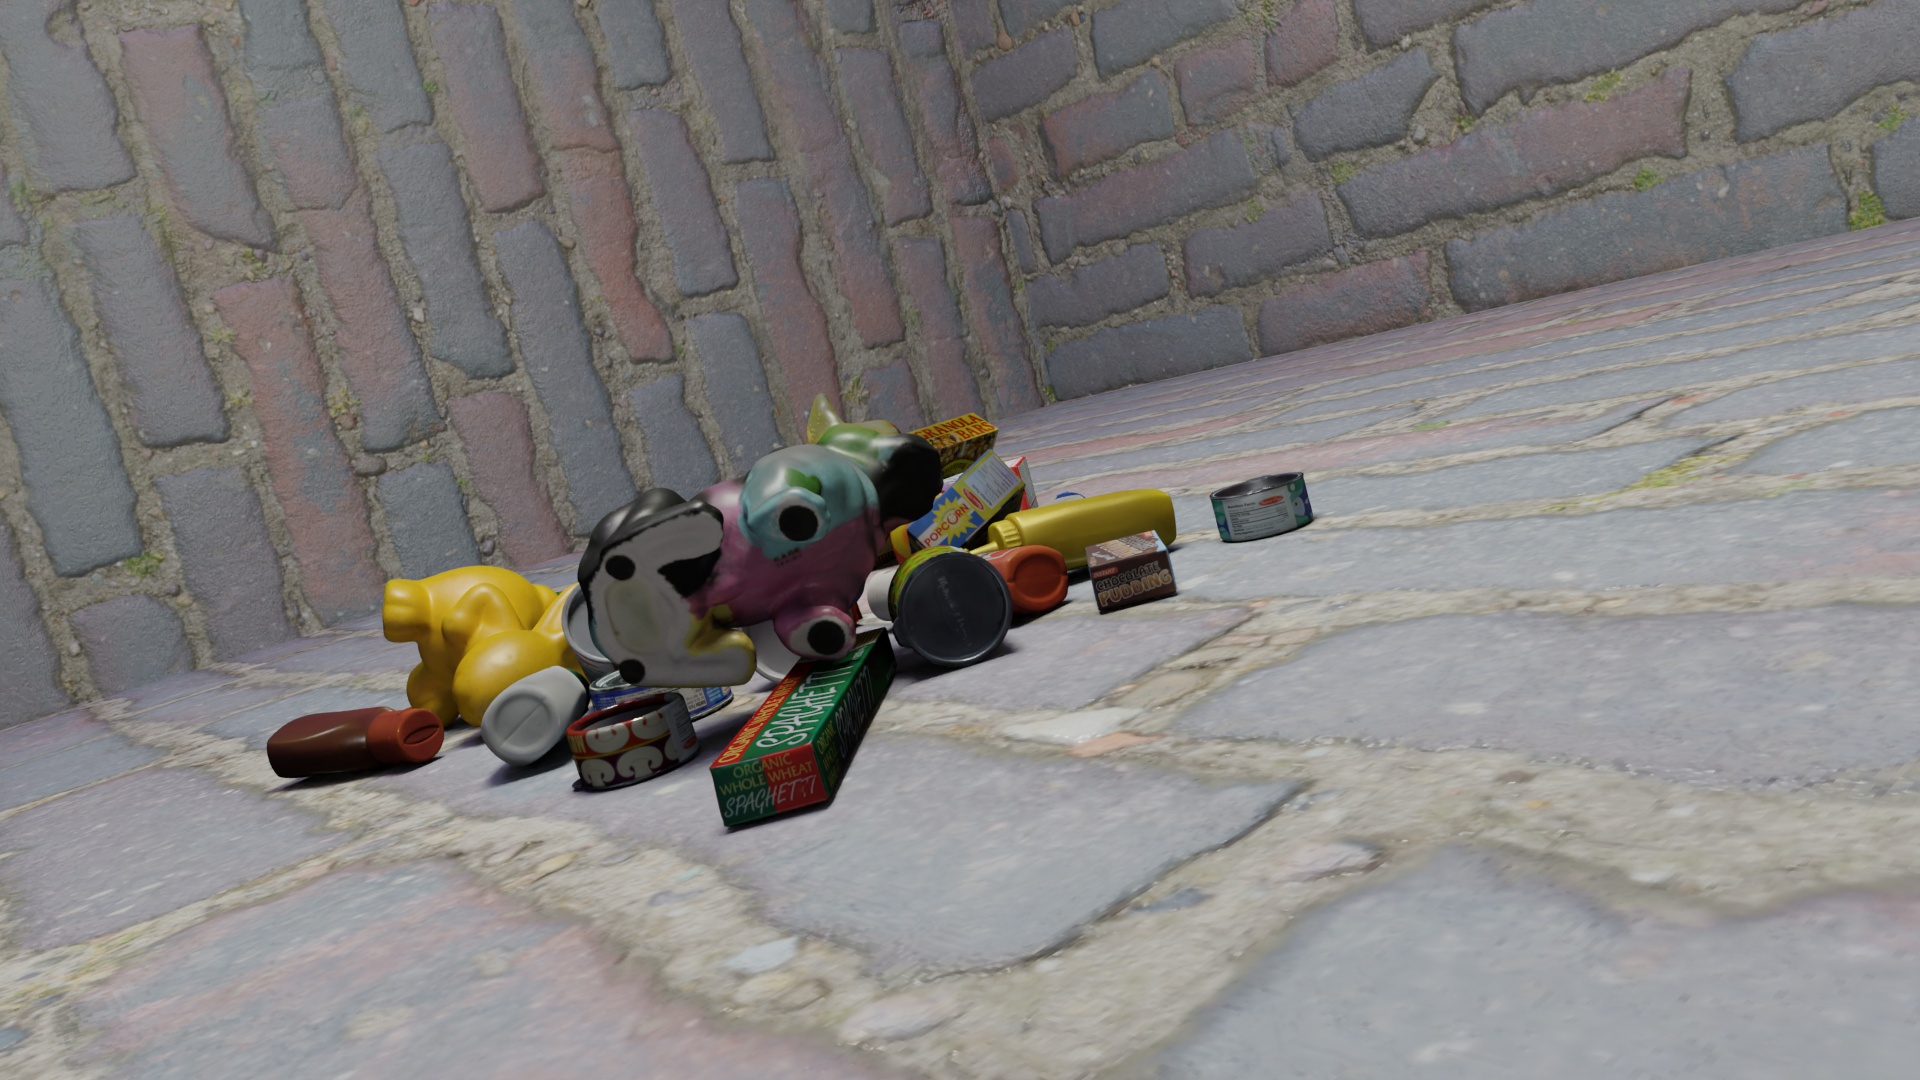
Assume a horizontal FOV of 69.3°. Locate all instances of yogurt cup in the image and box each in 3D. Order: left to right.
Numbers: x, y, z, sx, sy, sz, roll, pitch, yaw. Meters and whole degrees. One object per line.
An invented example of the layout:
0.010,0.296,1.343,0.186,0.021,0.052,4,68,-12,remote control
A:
-0.102,0.055,0.892,0.072,0.072,0.054,-13,-1,19,yogurt cup

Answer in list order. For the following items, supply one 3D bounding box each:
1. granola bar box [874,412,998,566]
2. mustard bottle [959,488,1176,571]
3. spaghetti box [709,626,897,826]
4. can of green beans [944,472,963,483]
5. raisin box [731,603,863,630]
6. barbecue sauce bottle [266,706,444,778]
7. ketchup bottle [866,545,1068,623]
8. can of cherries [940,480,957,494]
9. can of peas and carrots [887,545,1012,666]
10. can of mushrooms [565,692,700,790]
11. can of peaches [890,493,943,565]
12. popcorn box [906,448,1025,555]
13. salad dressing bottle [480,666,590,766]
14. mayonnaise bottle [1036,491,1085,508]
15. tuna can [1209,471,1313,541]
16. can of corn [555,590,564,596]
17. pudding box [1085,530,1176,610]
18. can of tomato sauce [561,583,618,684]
-0.040,-0.049,1.358,0.039,0.123,0.166,34,34,26,granola bar box
0.071,-0.002,0.980,0.161,0.048,0.065,-12,2,-18,mustard bottle
-0.073,0.087,0.712,0.050,0.028,0.250,-16,7,6,spaghetti box
0.000,-0.029,1.322,0.058,0.071,0.071,-22,10,-42,can of green beans
-0.146,0.061,1.041,0.124,0.040,0.086,-19,7,-20,raisin box
-0.425,0.142,0.985,0.148,0.043,0.065,-10,9,35,barbecue sauce bottle
-0.002,0.032,0.929,0.065,0.043,0.148,-4,-3,-45,ketchup bottle
-0.010,-0.016,1.240,0.071,0.071,0.058,-12,7,27,can of cherries
-0.010,0.038,0.814,0.071,0.071,0.059,-16,6,-8,can of peas and carrots
-0.180,0.109,0.755,0.071,0.033,0.071,-15,8,2,can of mushrooms
-0.020,-0.006,1.173,0.058,0.071,0.071,-12,7,28,can of peaches
0.004,-0.013,1.031,0.085,0.038,0.126,-43,-8,-8,popcorn box
-0.264,0.107,0.885,0.064,0.044,0.147,-48,5,-5,salad dressing bottle
0.078,-0.011,1.120,0.064,0.041,0.148,-20,4,17,mayonnaise bottle
0.209,-0.024,0.965,0.071,0.032,0.071,-15,7,2,tuna can
-0.351,0.077,1.242,0.058,0.071,0.071,-10,9,43,can of corn
0.106,0.018,0.869,0.049,0.030,0.084,-14,7,5,pudding box
-0.232,0.065,0.956,0.071,0.071,0.082,-17,-21,-13,can of tomato sauce
